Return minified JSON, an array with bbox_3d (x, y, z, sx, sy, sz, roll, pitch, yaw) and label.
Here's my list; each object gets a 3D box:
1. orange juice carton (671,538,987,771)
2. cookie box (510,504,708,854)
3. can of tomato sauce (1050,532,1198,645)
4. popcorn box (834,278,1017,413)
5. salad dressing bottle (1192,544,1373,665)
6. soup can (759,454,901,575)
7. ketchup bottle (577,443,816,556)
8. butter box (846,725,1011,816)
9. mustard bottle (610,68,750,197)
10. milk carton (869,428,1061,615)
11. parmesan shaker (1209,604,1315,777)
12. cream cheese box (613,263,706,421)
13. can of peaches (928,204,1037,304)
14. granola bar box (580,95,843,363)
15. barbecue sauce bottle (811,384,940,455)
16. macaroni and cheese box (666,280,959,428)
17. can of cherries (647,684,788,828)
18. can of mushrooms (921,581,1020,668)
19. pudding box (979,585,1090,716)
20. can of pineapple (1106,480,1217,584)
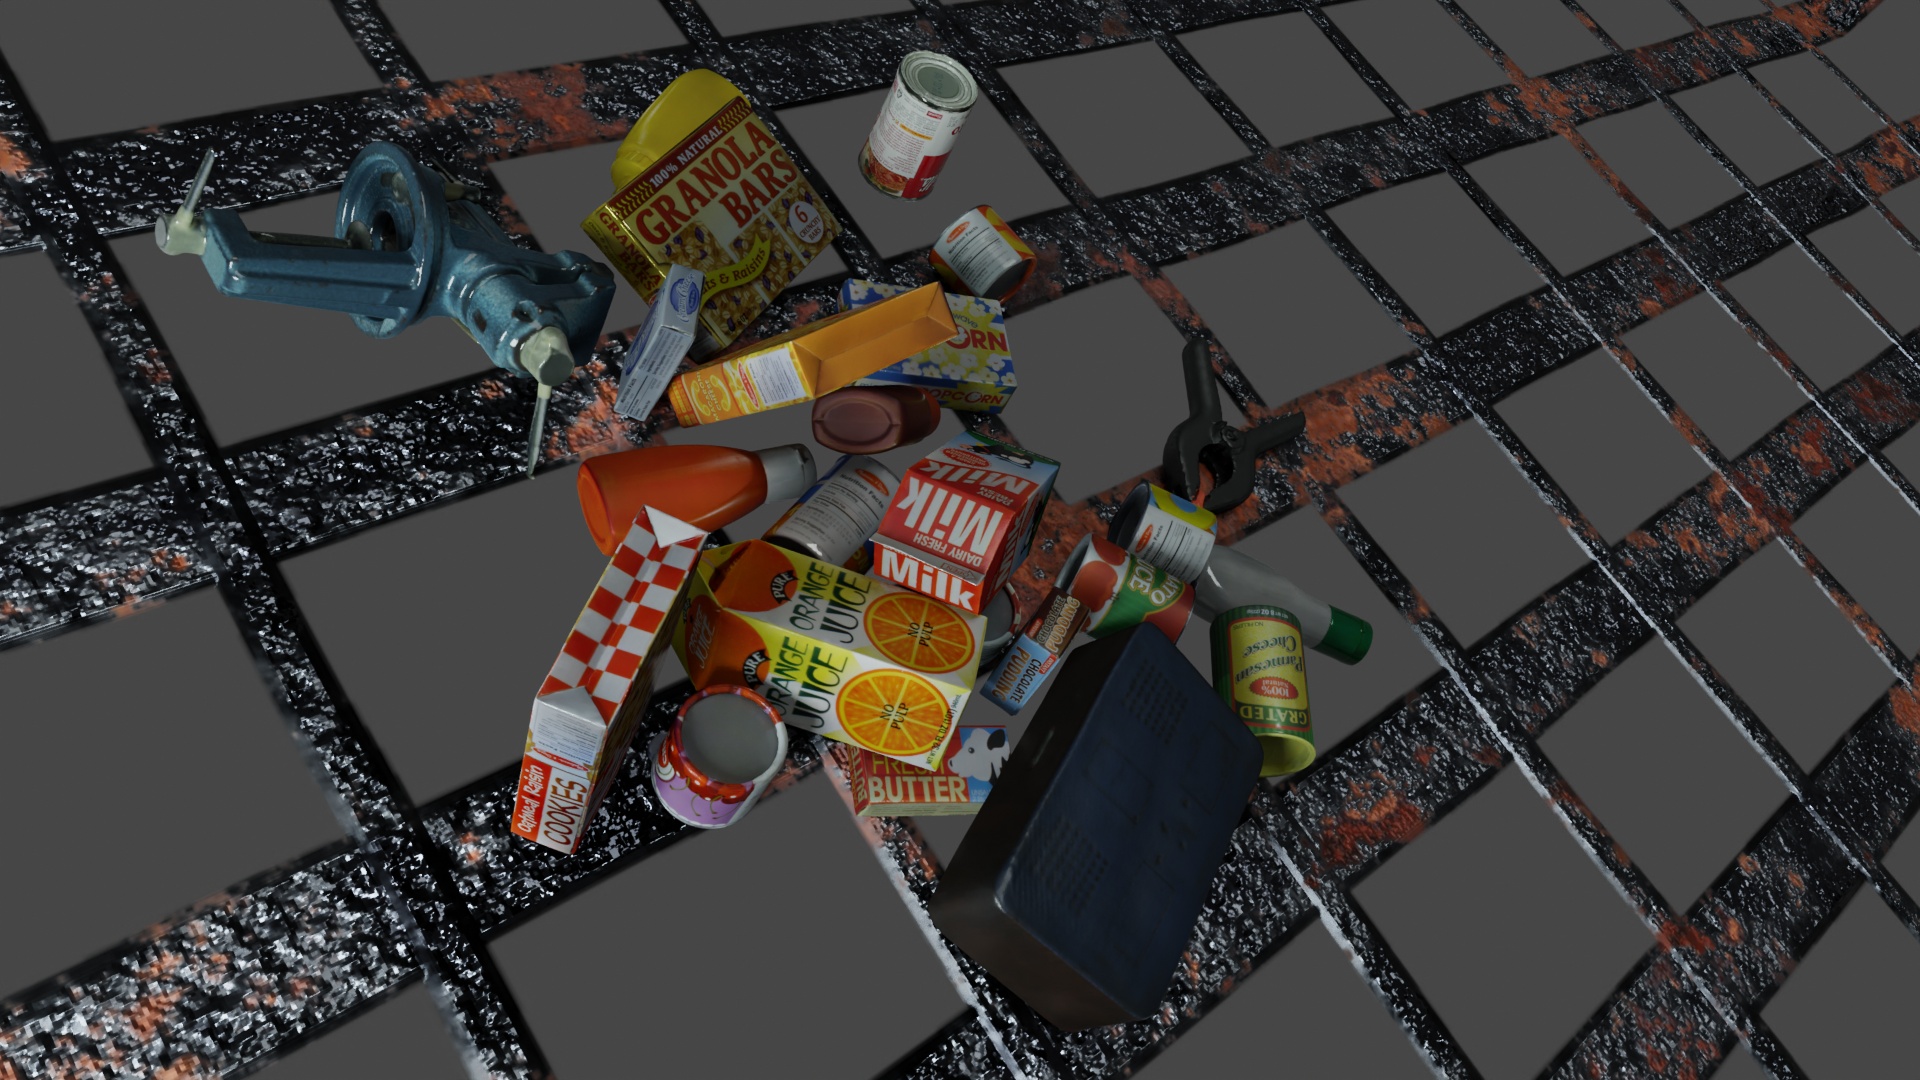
[{"bbox_3d":[-0.088,0.062,0.831,0.193,0.071,0.073,19,35,-4],"label":"orange juice carton"},{"bbox_3d":[-0.186,0.078,0.731,0.040,0.166,0.123,24,52,-6],"label":"cookie box"},{"bbox_3d":[0.111,0.040,0.960,0.083,0.070,0.071,28,51,-6],"label":"can of tomato sauce"},{"bbox_3d":[-0.027,-0.144,1.037,0.127,0.038,0.085,4,57,-23],"label":"popcorn box"},{"bbox_3d":[0.234,0.051,1.030,0.148,0.043,0.064,23,45,-12],"label":"salad dressing bottle"},{"bbox_3d":[-0.080,-0.004,0.901,0.071,0.071,0.084,39,55,3],"label":"soup can"},{"bbox_3d":[-0.166,-0.034,0.894,0.149,0.043,0.065,-13,66,-32],"label":"ketchup bottle"},{"bbox_3d":[-0.017,0.142,0.860,0.104,0.024,0.053,4,58,-23],"label":"butter box"},{"bbox_3d":[-0.219,-0.293,1.038,0.065,0.048,0.161,37,51,-7],"label":"mustard bottle"},{"bbox_3d":[0.003,-0.011,0.877,0.072,0.073,0.191,22,18,10],"label":"milk carton"},{"bbox_3d":[0.206,0.104,0.966,0.071,0.071,0.103,15,53,-16],"label":"parmesan shaker"},{"bbox_3d":[-0.196,-0.127,0.904,0.024,0.103,0.053,18,54,-23],"label":"cream cheese box"},{"bbox_3d":[0.019,-0.220,1.094,0.071,0.071,0.058,-32,76,-37],"label":"can of peaches"},{"bbox_3d":[-0.172,-0.224,0.992,0.124,0.039,0.166,51,48,-19],"label":"granola bar box"},{"bbox_3d":[-0.048,-0.083,0.936,0.065,0.043,0.149,4,8,13],"label":"barbecue sauce bottle"},{"bbox_3d":[-0.101,-0.118,0.907,0.124,0.166,0.040,-29,105,-36],"label":"macaroni and cheese box"},{"bbox_3d":[-0.140,0.122,0.792,0.071,0.058,0.072,13,54,-18],"label":"can of cherries"},{"bbox_3d":[0.004,0.047,0.928,0.071,0.033,0.071,12,55,-17],"label":"can of mushrooms"},{"bbox_3d":[0.048,0.073,0.900,0.030,0.083,0.050,34,51,2],"label":"pudding box"},{"bbox_3d":[0.145,-0.003,1.008,0.058,0.070,0.071,25,52,-10],"label":"can of pineapple"}]
